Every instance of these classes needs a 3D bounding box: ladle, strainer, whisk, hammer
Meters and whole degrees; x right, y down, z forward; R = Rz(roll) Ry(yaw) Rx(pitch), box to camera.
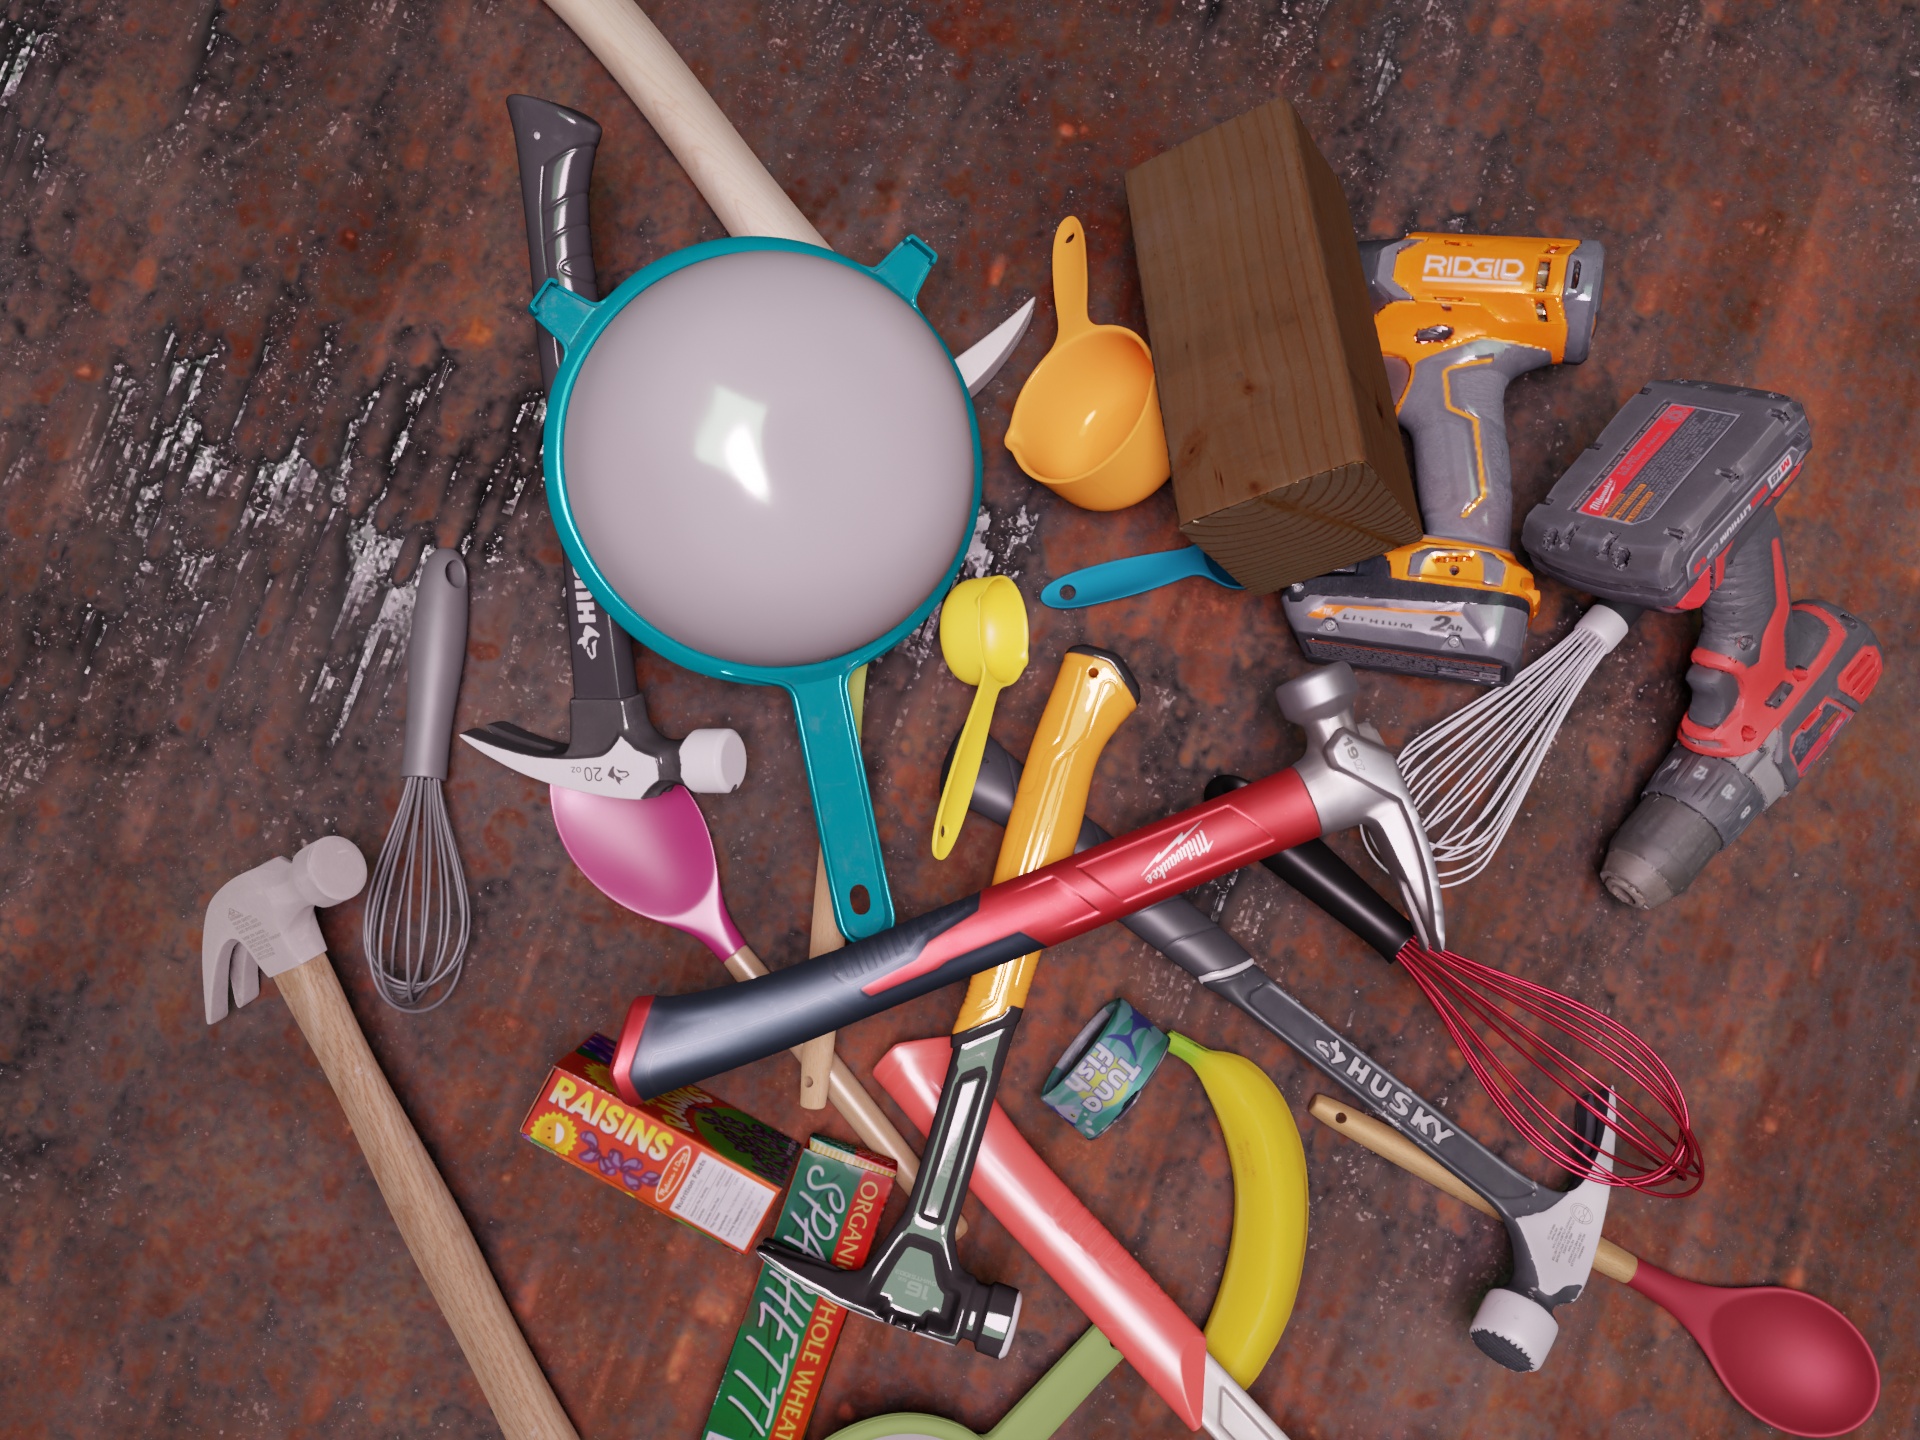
[{"bbox_3d":[-0.054,0.036,0.812,0.078,0.062,0.320,5,89,27],"label":"ladle"},{"bbox_3d":[-0.008,0.373,0.791,0.256,0.069,0.151,-39,103,-22],"label":"strainer"},{"bbox_3d":[-0.271,0.028,0.812,0.055,0.055,0.239,3,81,-2],"label":"whisk"},{"bbox_3d":[-0.135,-0.320,0.843,0.146,0.038,0.410,-38,88,-5],"label":"hammer"},{"bbox_3d":[0.235,0.124,0.783,0.296,0.073,0.073,41,86,21],"label":"whisk"},{"bbox_3d":[-0.275,0.222,0.783,0.130,0.031,0.331,-22,96,33],"label":"hammer"},{"bbox_3d":[0.322,0.273,0.821,0.315,0.031,0.069,28,83,2],"label":"ladle"},{"bbox_3d":[-0.188,-0.128,0.770,0.146,0.035,0.334,0,101,20],"label":"hammer"},{"bbox_3d":[0.154,0.135,0.807,0.409,0.036,0.149,39,61,6],"label":"hammer"},{"bbox_3d":[0.315,-0.024,0.830,0.070,0.070,0.284,44,82,1],"label":"whisk"},{"bbox_3d":[0.082,0.299,0.769,0.149,0.036,0.359,-42,77,-14],"label":"hammer"},{"bbox_3d":[0.012,0.122,0.770,0.127,0.034,0.337,17,82,6],"label":"hammer"},{"bbox_3d":[0.030,0.106,0.734,0.386,0.038,0.143,-21,84,-5],"label":"hammer"},{"bbox_3d":[-0.064,-0.058,0.720,0.211,0.095,0.340,-12,95,-18],"label":"strainer"}]

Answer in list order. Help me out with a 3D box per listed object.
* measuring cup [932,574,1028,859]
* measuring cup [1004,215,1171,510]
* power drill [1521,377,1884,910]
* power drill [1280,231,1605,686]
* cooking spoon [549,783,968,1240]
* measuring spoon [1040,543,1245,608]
[{"bbox_3d":[-0.001,-0.003,0.798,0.029,0.062,0.157,1,61,29],"label":"measuring cup"},{"bbox_3d":[0.074,-0.188,0.834,0.095,0.052,0.174,-23,55,33],"label":"measuring cup"},{"bbox_3d":[0.354,-0.029,0.771,0.188,0.080,0.226,-47,126,-9],"label":"power drill"},{"bbox_3d":[0.228,-0.142,0.815,0.164,0.084,0.226,9,82,19],"label":"power drill"},{"bbox_3d":[-0.101,0.141,0.821,0.069,0.017,0.319,-39,87,-4],"label":"cooking spoon"},{"bbox_3d":[0.106,-0.078,0.847,0.128,0.021,0.042,-13,80,6],"label":"measuring spoon"}]
